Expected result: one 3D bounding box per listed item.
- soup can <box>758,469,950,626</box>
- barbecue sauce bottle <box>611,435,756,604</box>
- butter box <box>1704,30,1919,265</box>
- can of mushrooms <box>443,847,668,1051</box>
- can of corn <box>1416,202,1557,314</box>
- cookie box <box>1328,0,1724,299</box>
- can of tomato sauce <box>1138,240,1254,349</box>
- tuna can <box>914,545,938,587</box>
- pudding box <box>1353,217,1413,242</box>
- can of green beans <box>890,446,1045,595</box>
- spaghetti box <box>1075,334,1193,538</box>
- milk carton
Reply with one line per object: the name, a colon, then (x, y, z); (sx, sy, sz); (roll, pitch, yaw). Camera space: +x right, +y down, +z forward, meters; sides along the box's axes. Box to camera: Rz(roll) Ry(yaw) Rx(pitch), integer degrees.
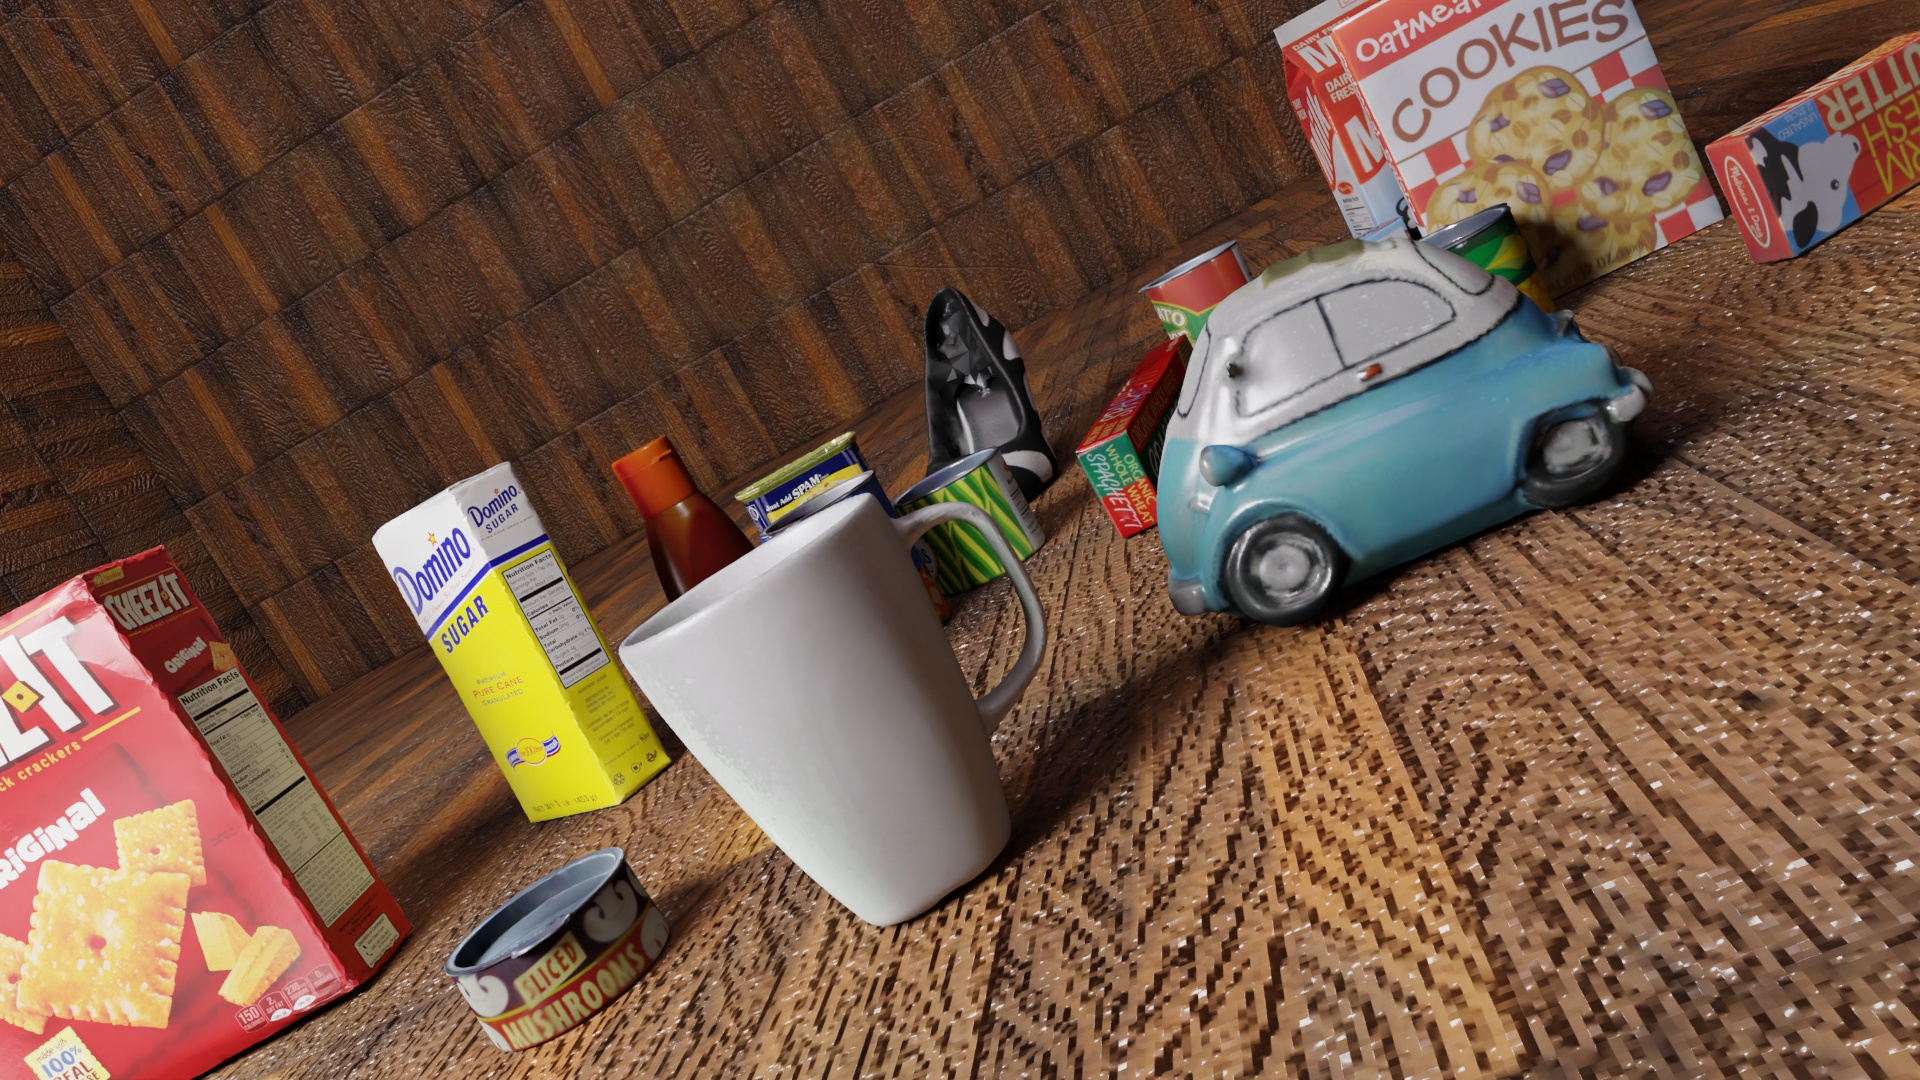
soup can: (-0.054, 0.018, 0.696); (0.071, 0.083, 0.071); (-28, 9, 5)
barbecue sauce bottle: (-0.149, 0.011, 0.809); (0.043, 0.148, 0.065); (-20, 13, 44)
butter box: (0.350, -0.156, 0.548); (0.104, 0.053, 0.024); (-30, 9, -9)
can of mushrooms: (-0.133, 0.135, 0.460); (0.071, 0.033, 0.071); (-28, 9, 5)
can of corn: (0.235, -0.114, 0.642); (0.071, 0.058, 0.071); (-28, 9, 5)
cookie box: (0.271, -0.203, 0.674); (0.123, 0.167, 0.040); (-26, 10, 16)
can of tomato sauce: (0.167, -0.144, 0.913); (0.071, 0.083, 0.071); (-28, 9, 5)
tuna can: (-0.040, 0.020, 0.802); (0.071, 0.033, 0.071); (-28, 10, 5)
pudding box: (0.252, -0.164, 0.878); (0.084, 0.049, 0.030); (-32, 10, -17)
can of green beans: (0.005, -0.011, 0.757); (0.071, 0.057, 0.071); (-28, 9, 5)
spaghetti box: (0.108, -0.064, 0.765); (0.028, 0.050, 0.251); (-25, 10, 22)
milk carton: (0.282, -0.272, 0.934); (0.072, 0.190, 0.073); (-28, 9, 5)
